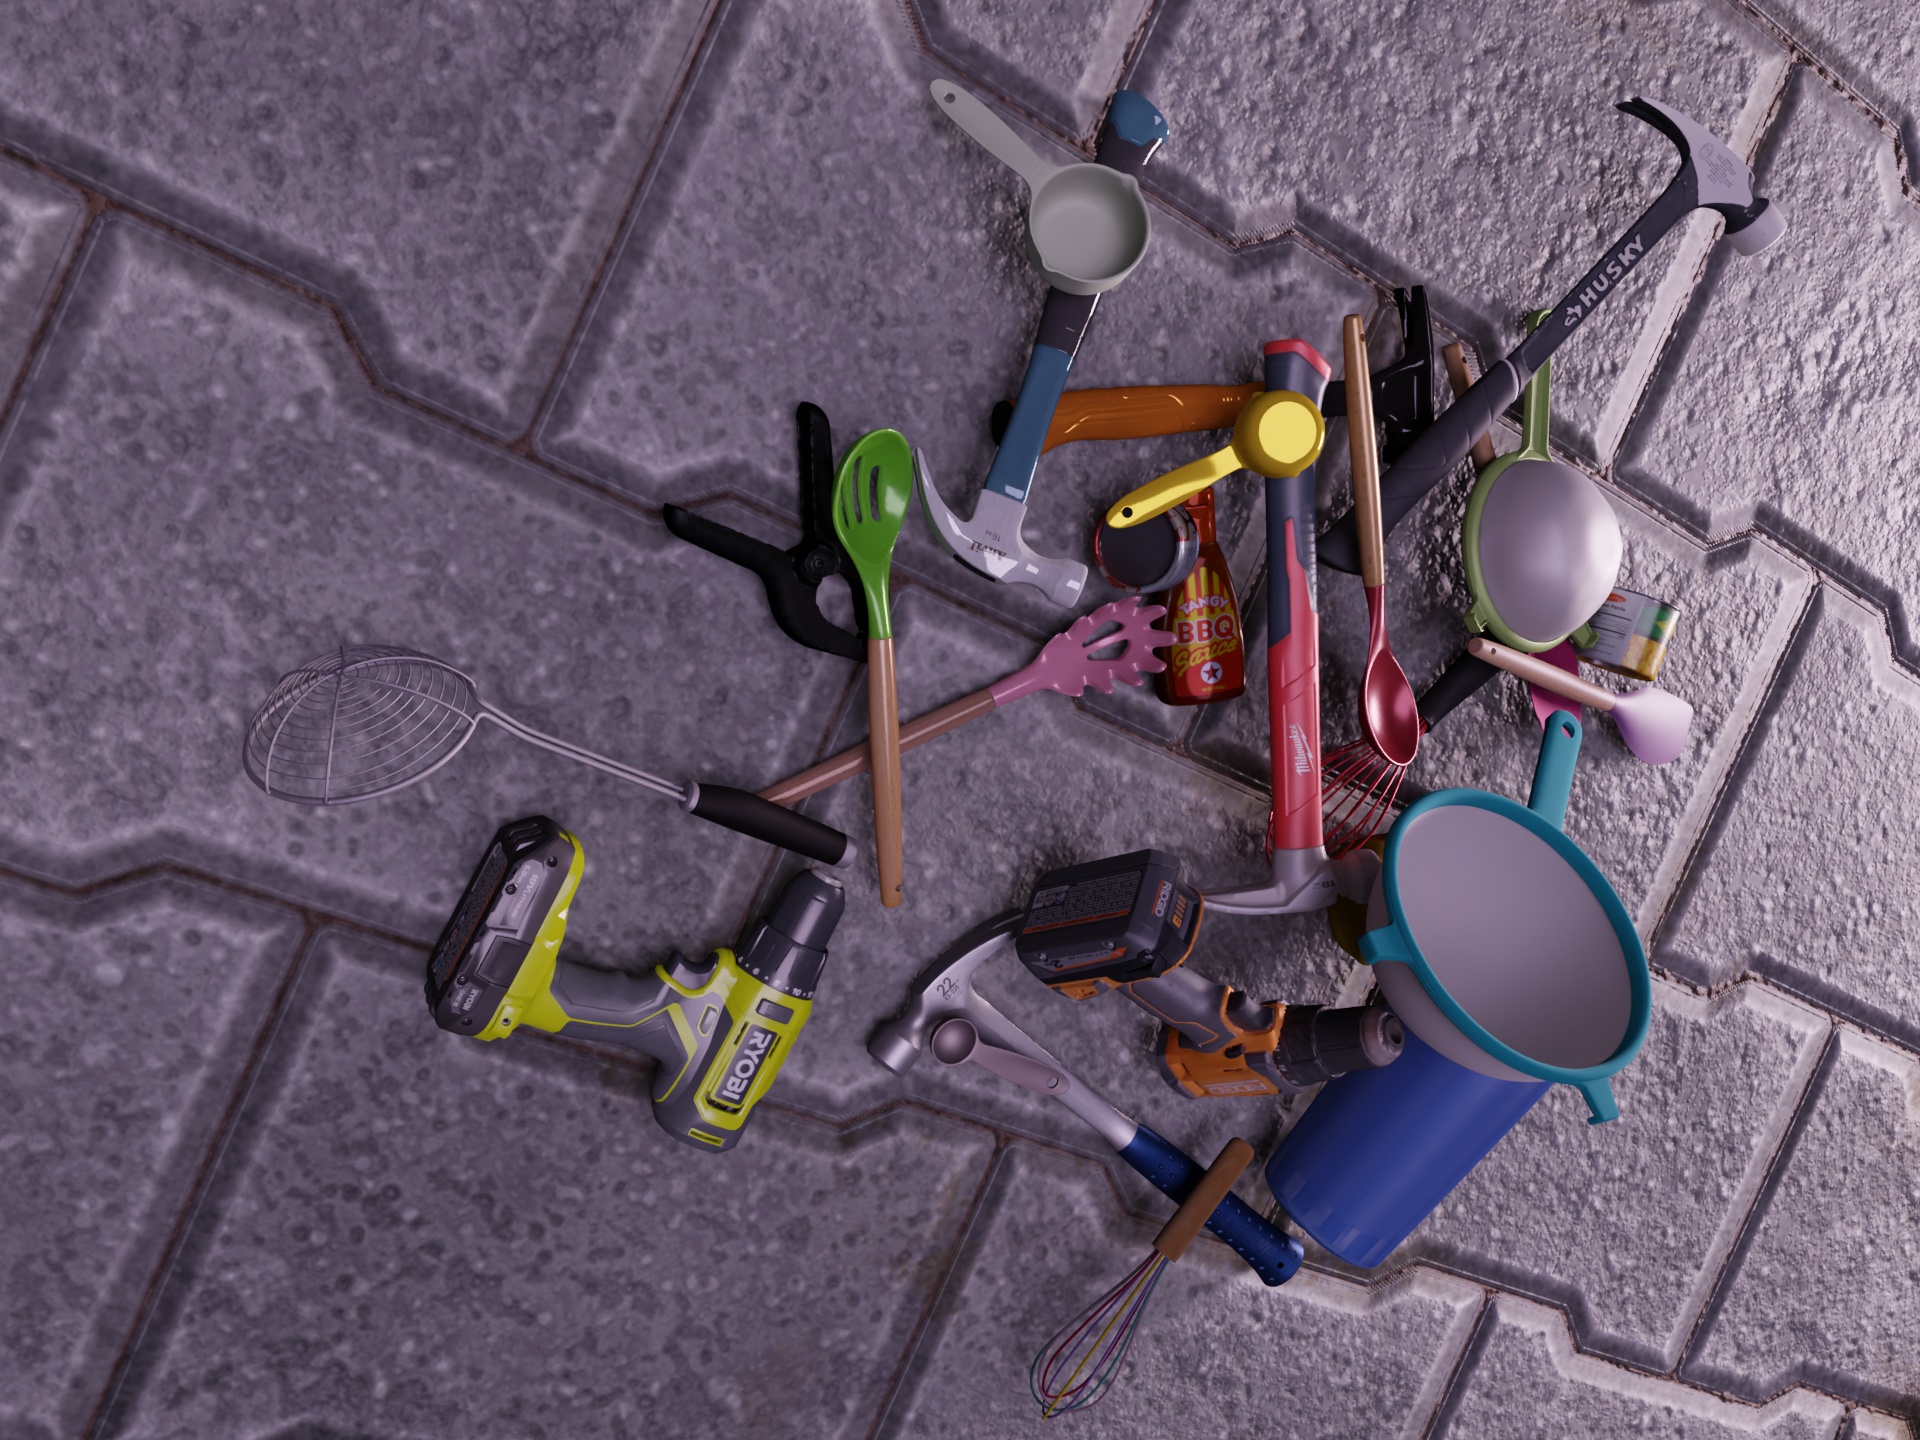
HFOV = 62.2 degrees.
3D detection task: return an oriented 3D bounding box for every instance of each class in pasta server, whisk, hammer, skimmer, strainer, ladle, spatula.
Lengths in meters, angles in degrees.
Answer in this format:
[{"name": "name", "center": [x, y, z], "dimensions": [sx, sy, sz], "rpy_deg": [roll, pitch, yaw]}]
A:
[{"name": "pasta server", "center": [-0.002, -0.003, 1.061], "dimensions": [0.316, 0.040, 0.060], "rpy_deg": [-25, 102, -13]}, {"name": "whisk", "center": [0.133, 0.406, 1.159], "dimensions": [0.245, 0.051, 0.047], "rpy_deg": [-51, 134, -9]}, {"name": "hammer", "center": [0.211, -0.061, 1.081], "dimensions": [0.143, 0.038, 0.386], "rpy_deg": [-4, 96, -9]}, {"name": "skimmer", "center": [-0.231, 0.046, 0.956], "dimensions": [0.363, 0.127, 0.090], "rpy_deg": [24, 117, -32]}, {"name": "hammer", "center": [0.396, -0.257, 1.119], "dimensions": [0.149, 0.036, 0.409], "rpy_deg": [44, 90, -14]}, {"name": "hammer", "center": [0.065, -0.246, 1.016], "dimensions": [0.128, 0.033, 0.331], "rpy_deg": [20, 83, -6]}, {"name": "strainer", "center": [0.441, -0.179, 1.161], "dimensions": [0.151, 0.069, 0.256], "rpy_deg": [5, 87, -35]}, {"name": "hammer", "center": [0.119, 0.296, 1.168], "dimensions": [0.405, 0.035, 0.144], "rpy_deg": [42, 84, -23]}, {"name": "whisk", "center": [0.329, 0.013, 1.187], "dimensions": [0.296, 0.073, 0.073], "rpy_deg": [-41, 112, -17]}, {"name": "hammer", "center": [0.180, -0.224, 1.092], "dimensions": [0.336, 0.034, 0.127], "rpy_deg": [-9, 104, -19]}, {"name": "ladle", "center": [0.281, -0.118, 1.087], "dimensions": [0.069, 0.031, 0.315], "rpy_deg": [-30, 117, -45]}, {"name": "spatula", "center": [0.483, -0.018, 1.223], "dimensions": [0.315, 0.018, 0.060], "rpy_deg": [16, 91, -38]}, {"name": "strainer", "center": [0.373, 0.119, 1.109], "dimensions": [0.211, 0.095, 0.340], "rpy_deg": [36, 46, -2]}]

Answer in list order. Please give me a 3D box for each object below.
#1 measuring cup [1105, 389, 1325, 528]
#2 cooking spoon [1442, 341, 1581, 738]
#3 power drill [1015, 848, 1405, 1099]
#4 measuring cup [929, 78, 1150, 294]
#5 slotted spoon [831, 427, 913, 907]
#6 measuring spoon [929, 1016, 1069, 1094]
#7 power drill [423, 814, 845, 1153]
[{"name": "measuring cup", "center": [0.166, -0.164, 1.030], "dimensions": [0.156, 0.029, 0.062], "rpy_deg": [-28, 97, -5]}, {"name": "cooking spoon", "center": [0.413, -0.129, 1.195], "dimensions": [0.069, 0.017, 0.318], "rpy_deg": [-29, 104, -35]}, {"name": "power drill", "center": [0.170, 0.180, 1.070], "dimensions": [0.226, 0.185, 0.084], "rpy_deg": [43, 51, -27]}, {"name": "measuring cup", "center": [0.043, -0.332, 0.985], "dimensions": [0.167, 0.038, 0.083], "rpy_deg": [42, 80, 0]}, {"name": "slotted spoon", "center": [-0.052, -0.028, 1.010], "dimensions": [0.070, 0.031, 0.313], "rpy_deg": [-20, 114, -46]}, {"name": "measuring spoon", "center": [0.027, 0.233, 1.096], "dimensions": [0.124, 0.018, 0.034], "rpy_deg": [29, 90, -30]}, {"name": "power drill", "center": [-0.195, 0.150, 0.997], "dimensions": [0.228, 0.080, 0.190], "rpy_deg": [28, 90, -26]}]
